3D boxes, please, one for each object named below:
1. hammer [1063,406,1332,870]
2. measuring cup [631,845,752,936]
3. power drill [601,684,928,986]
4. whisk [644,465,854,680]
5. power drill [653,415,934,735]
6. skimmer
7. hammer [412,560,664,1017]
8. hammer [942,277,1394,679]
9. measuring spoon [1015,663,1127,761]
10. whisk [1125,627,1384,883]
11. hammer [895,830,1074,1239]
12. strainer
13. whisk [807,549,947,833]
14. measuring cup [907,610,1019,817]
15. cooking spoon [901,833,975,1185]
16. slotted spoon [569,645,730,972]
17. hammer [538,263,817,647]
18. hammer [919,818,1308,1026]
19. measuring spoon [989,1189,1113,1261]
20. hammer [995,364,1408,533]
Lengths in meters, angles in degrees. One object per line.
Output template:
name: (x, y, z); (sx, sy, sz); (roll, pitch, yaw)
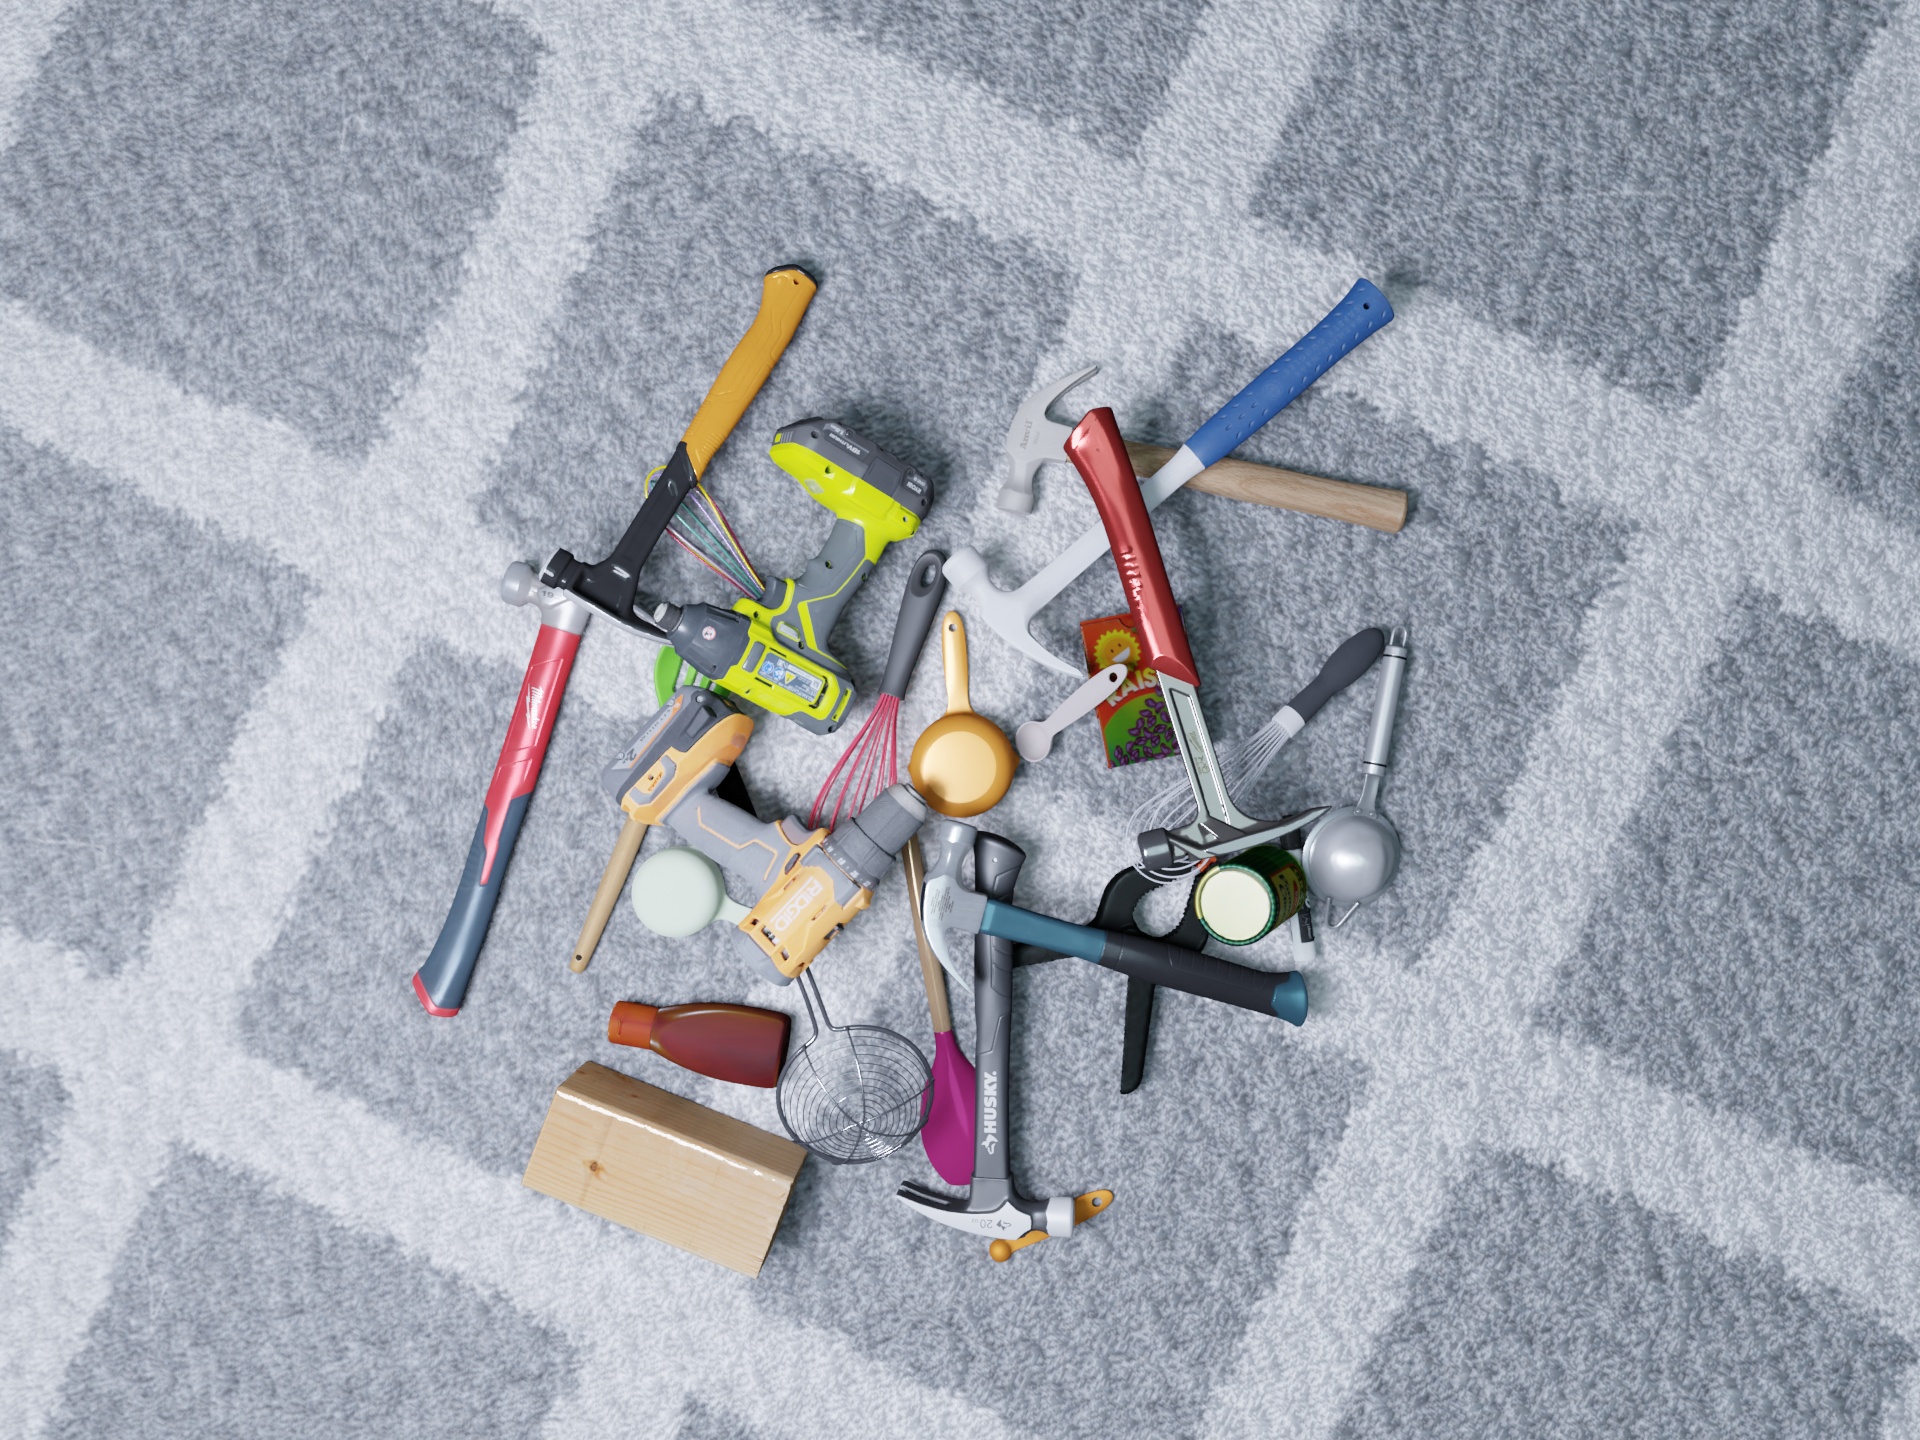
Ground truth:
hammer: (0.164, -0.072, 1.234); (0.149, 0.036, 0.359); (-17, 86, 4)
measuring cup: (-0.198, 0.162, 1.337); (0.167, 0.038, 0.083); (22, 92, 5)
power drill: (-0.151, 0.069, 1.259); (0.185, 0.084, 0.226); (-46, 73, 2)
whisk: (-0.176, -0.118, 1.330); (0.047, 0.051, 0.245); (-43, 92, -2)
power drill: (-0.130, -0.121, 1.269); (0.171, 0.080, 0.223); (29, 82, -27)
skimmer: (-0.135, 0.187, 1.316); (0.127, 0.090, 0.363); (-24, 72, 1)
hammer: (-0.368, 0.070, 1.346); (0.143, 0.038, 0.386); (18, 92, 1)
hammer: (0.183, -0.200, 1.275); (0.405, 0.035, 0.144); (-41, 84, 3)
measuring spoon: (0.094, -0.008, 1.306); (0.124, 0.018, 0.034); (-40, 73, 29)
whisk: (0.243, 0.022, 1.290); (0.284, 0.070, 0.070); (-44, 89, -8)
hammer: (0.021, 0.257, 1.306); (0.146, 0.035, 0.335); (1, 94, 8)
strainer: (0.338, 0.048, 1.306); (0.087, 0.050, 0.258); (11, 89, -13)
whisk: (-0.063, -0.001, 1.320); (0.073, 0.073, 0.296); (17, 85, 3)
measuring cup: (-0.002, -0.004, 1.315); (0.095, 0.052, 0.173); (-4, 93, 3)
cooking spoon: (-0.020, 0.236, 1.339); (0.069, 0.017, 0.319); (-10, 91, 3)
slotted spoon: (-0.269, 0.069, 1.346); (0.070, 0.031, 0.314); (23, 94, 8)
hammer: (-0.203, -0.224, 1.296); (0.127, 0.034, 0.337); (30, 79, -9)
hammer: (0.126, 0.184, 1.274); (0.331, 0.033, 0.128); (16, 88, -8)
measuring spoon: (0.076, 0.426, 1.340); (0.117, 0.011, 0.021); (-28, 90, 3)
hammer: (0.202, -0.207, 1.311); (0.331, 0.031, 0.130); (12, 92, 3)
